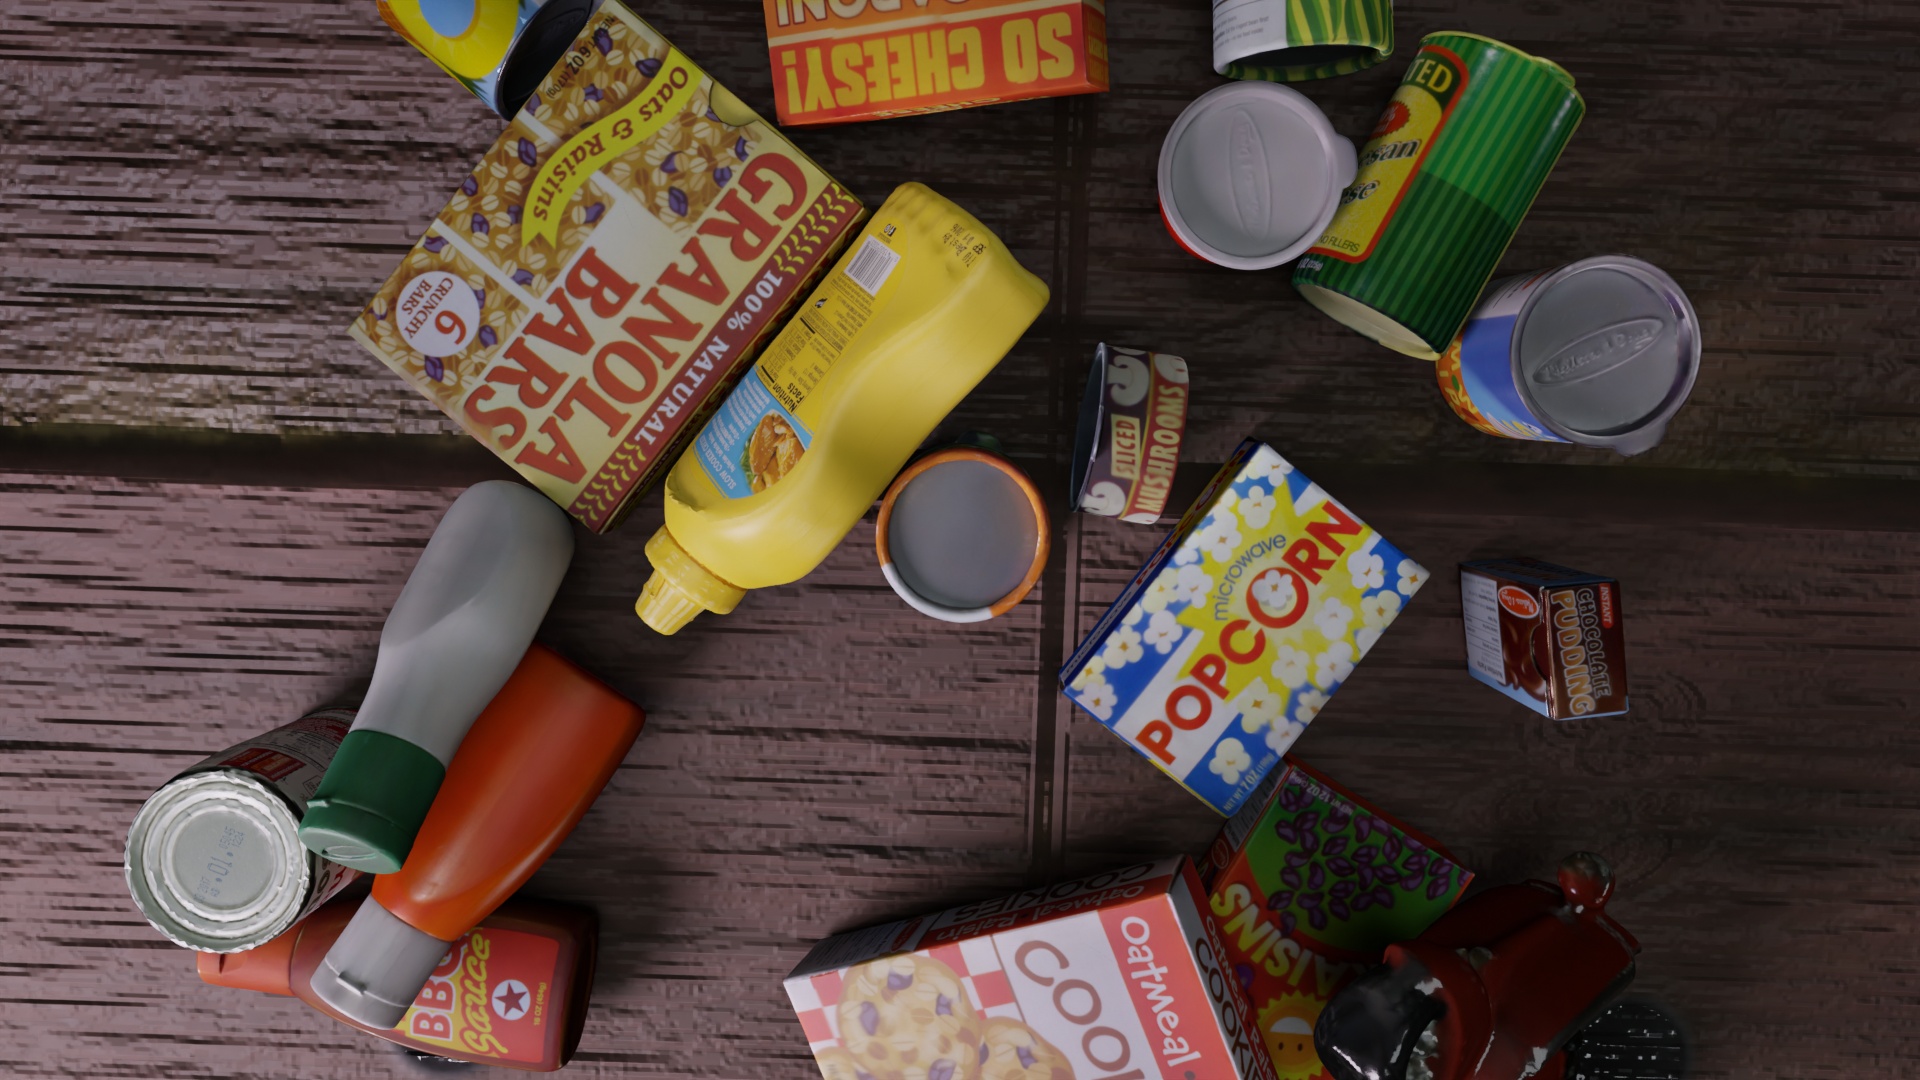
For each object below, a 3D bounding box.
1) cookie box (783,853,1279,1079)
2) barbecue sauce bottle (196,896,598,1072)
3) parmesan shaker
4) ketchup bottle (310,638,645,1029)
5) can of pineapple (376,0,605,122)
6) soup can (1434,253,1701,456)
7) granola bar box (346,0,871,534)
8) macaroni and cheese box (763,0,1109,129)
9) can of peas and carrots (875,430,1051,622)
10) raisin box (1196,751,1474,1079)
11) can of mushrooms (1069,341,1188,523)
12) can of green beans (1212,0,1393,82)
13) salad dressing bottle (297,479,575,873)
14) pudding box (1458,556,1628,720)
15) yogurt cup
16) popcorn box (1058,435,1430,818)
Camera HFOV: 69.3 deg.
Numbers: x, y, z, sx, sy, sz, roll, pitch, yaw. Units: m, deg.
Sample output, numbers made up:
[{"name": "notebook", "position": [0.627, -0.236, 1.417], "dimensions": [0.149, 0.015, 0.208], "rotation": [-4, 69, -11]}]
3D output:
[{"name": "cookie box", "position": [0.031, 0.201, 0.540], "dimensions": [0.167, 0.040, 0.123], "rotation": [-20, 94, 23]}, {"name": "barbecue sauce bottle", "position": [-0.226, 0.172, 0.562], "dimensions": [0.149, 0.043, 0.065], "rotation": [9, 90, 0]}, {"name": "parmesan shaker", "position": [0.178, -0.128, 0.521], "dimensions": [0.071, 0.071, 0.103], "rotation": [28, 95, -2]}, {"name": "ketchup bottle", "position": [-0.188, 0.112, 0.535], "dimensions": [0.065, 0.043, 0.149], "rotation": [31, 75, 5]}, {"name": "can of pineapple", "position": [-0.174, -0.200, 0.520], "dimensions": [0.058, 0.071, 0.071], "rotation": [39, 94, -2]}, {"name": "soup can", "position": [0.224, -0.067, 0.520], "dimensions": [0.071, 0.084, 0.071], "rotation": [0, 95, 1]}, {"name": "granola bar box", "position": [-0.134, -0.104, 0.541], "dimensions": [0.124, 0.039, 0.165], "rotation": [39, 94, -3]}, {"name": "macaroni and cheese box", "position": [-0.013, -0.242, 0.506], "dimensions": [0.124, 0.040, 0.166], "rotation": [-2, 101, 18]}, {"name": "can of peas and carrots", "position": [0.002, -0.007, 0.539], "dimensions": [0.071, 0.059, 0.071], "rotation": [0, 95, 0]}, {"name": "raisin box", "position": [0.134, 0.159, 0.562], "dimensions": [0.086, 0.040, 0.123], "rotation": [32, 95, -3]}, {"name": "can of mushrooms", "position": [0.063, -0.040, 0.529], "dimensions": [0.033, 0.071, 0.071], "rotation": [10, 95, -2]}, {"name": "can of green beans", "position": [0.127, -0.207, 0.518], "dimensions": [0.071, 0.071, 0.057], "rotation": [-2, 96, 1]}, {"name": "salad dressing bottle", "position": [-0.191, 0.047, 0.510], "dimensions": [0.064, 0.148, 0.044], "rotation": [-10, 137, 32]}, {"name": "pudding box", "position": [0.219, 0.035, 0.528], "dimensions": [0.030, 0.084, 0.049], "rotation": [-6, 95, 1]}, {"name": "yogurt cup", "position": [0.106, -0.135, 0.529], "dimensions": [0.072, 0.054, 0.072], "rotation": [0, 95, 0]}, {"name": "popcorn box", "position": [0.110, 0.034, 0.551], "dimensions": [0.085, 0.038, 0.126], "rotation": [38, 94, -2]}]
